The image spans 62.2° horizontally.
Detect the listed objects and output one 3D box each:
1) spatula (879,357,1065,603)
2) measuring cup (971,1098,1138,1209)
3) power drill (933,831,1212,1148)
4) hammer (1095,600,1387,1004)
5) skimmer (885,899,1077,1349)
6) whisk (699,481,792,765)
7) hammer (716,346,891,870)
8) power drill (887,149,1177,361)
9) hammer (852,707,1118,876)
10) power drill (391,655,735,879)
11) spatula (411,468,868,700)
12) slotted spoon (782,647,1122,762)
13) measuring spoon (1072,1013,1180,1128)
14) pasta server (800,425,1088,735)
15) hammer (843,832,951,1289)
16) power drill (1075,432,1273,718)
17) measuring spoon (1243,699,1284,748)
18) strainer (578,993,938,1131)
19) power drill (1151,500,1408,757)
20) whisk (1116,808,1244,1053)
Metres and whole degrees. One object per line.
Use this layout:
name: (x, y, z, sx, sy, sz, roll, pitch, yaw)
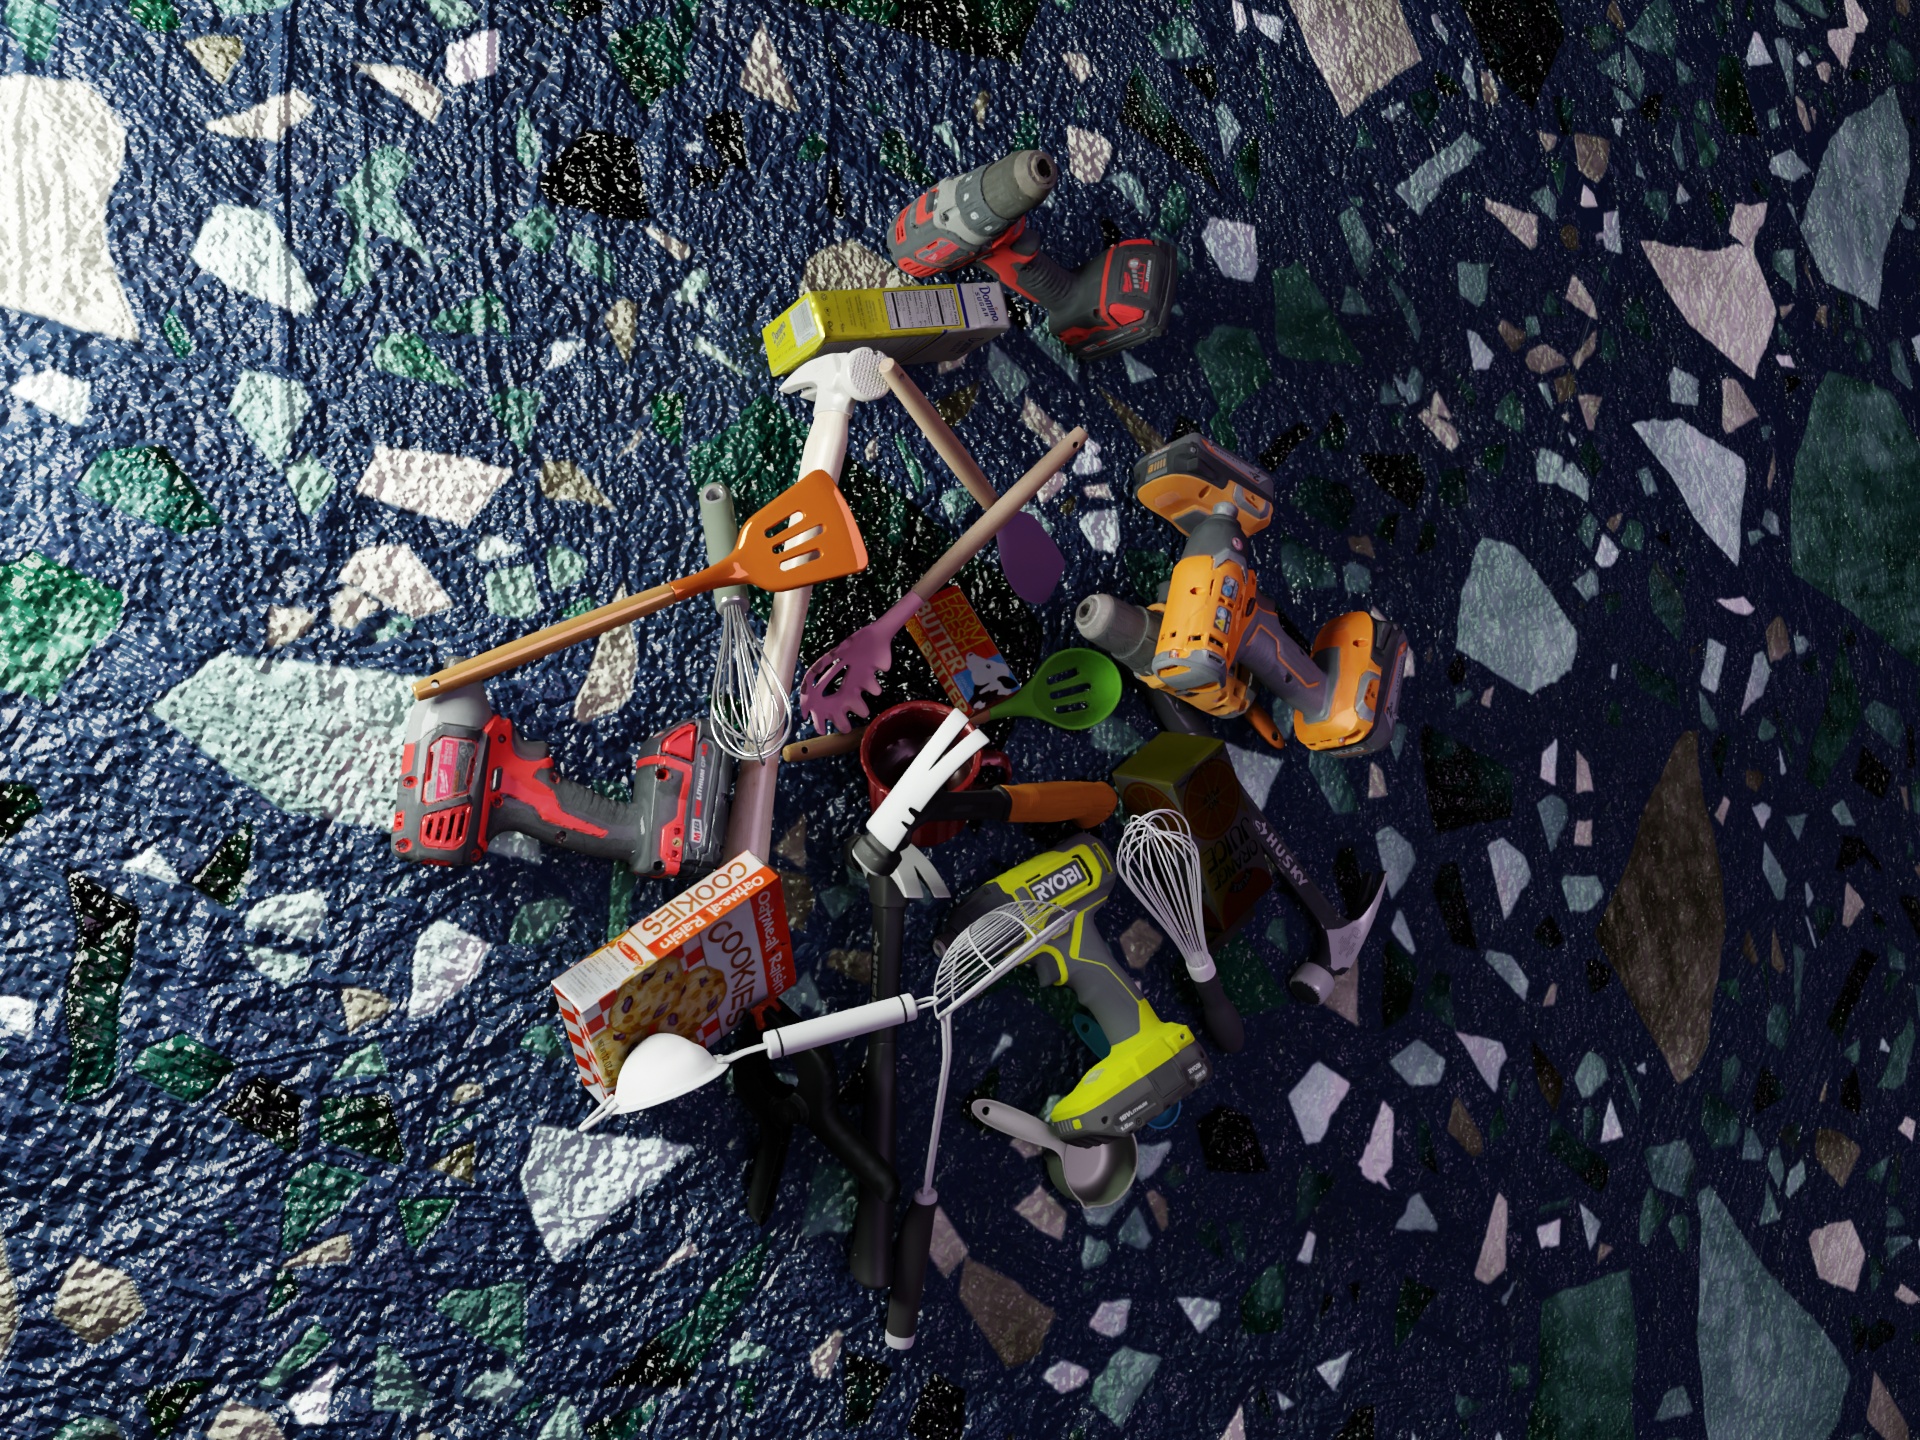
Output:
spatula: (0.014, -0.182, 1.252, 0.060, 0.018, 0.315, -61, 144, -13)
measuring cup: (0.070, 0.341, 1.296, 0.167, 0.038, 0.083, 28, 70, -23)
power drill: (0.089, 0.221, 1.282, 0.171, 0.080, 0.223, -25, 82, -31)
hammer: (0.249, 0.060, 1.438, 0.149, 0.036, 0.408, -45, 106, -28)
skimmer: (0.010, 0.306, 1.184, 0.127, 0.090, 0.363, -11, 112, -70)
whisk: (-0.164, -0.076, 1.159, 0.058, 0.059, 0.247, -12, 60, -2)
hammer: (-0.134, -0.072, 1.200, 0.038, 0.146, 0.411, 13, 87, -28)
power drill: (0.075, -0.386, 1.306, 0.226, 0.188, 0.080, 16, 77, -32)
hammer: (0.046, 0.057, 1.216, 0.034, 0.127, 0.336, 43, 17, 23)
power drill: (-0.276, 0.038, 1.109, 0.219, 0.078, 0.143, 9, 79, -27)
spatula: (-0.220, -0.082, 1.096, 0.322, 0.041, 0.081, -25, 90, -22)
slotted spoon: (-0.002, -0.004, 1.303, 0.313, 0.031, 0.070, -13, 86, -29)
measuring spoon: (0.137, 0.297, 1.356, 0.128, 0.021, 0.042, 47, 64, -7)
pasta server: (-0.011, -0.114, 1.244, 0.316, 0.040, 0.060, -45, 126, -2)
hammer: (-0.057, 0.256, 1.190, 0.035, 0.146, 0.335, 2, 91, -23)
power drill: (0.186, -0.133, 1.378, 0.185, 0.084, 0.226, 22, 66, -31)
measuring spoon: (0.267, -0.017, 1.470, 0.116, 0.011, 0.021, 49, 63, -17)
strainer: (-0.137, 0.222, 1.089, 0.258, 0.087, 0.050, -12, 93, -18)
power drill: (0.269, -0.075, 1.334, 0.226, 0.084, 0.164, 24, 69, -26)
whisk: (0.193, 0.186, 1.339, 0.070, 0.070, 0.284, -44, 127, -27)
